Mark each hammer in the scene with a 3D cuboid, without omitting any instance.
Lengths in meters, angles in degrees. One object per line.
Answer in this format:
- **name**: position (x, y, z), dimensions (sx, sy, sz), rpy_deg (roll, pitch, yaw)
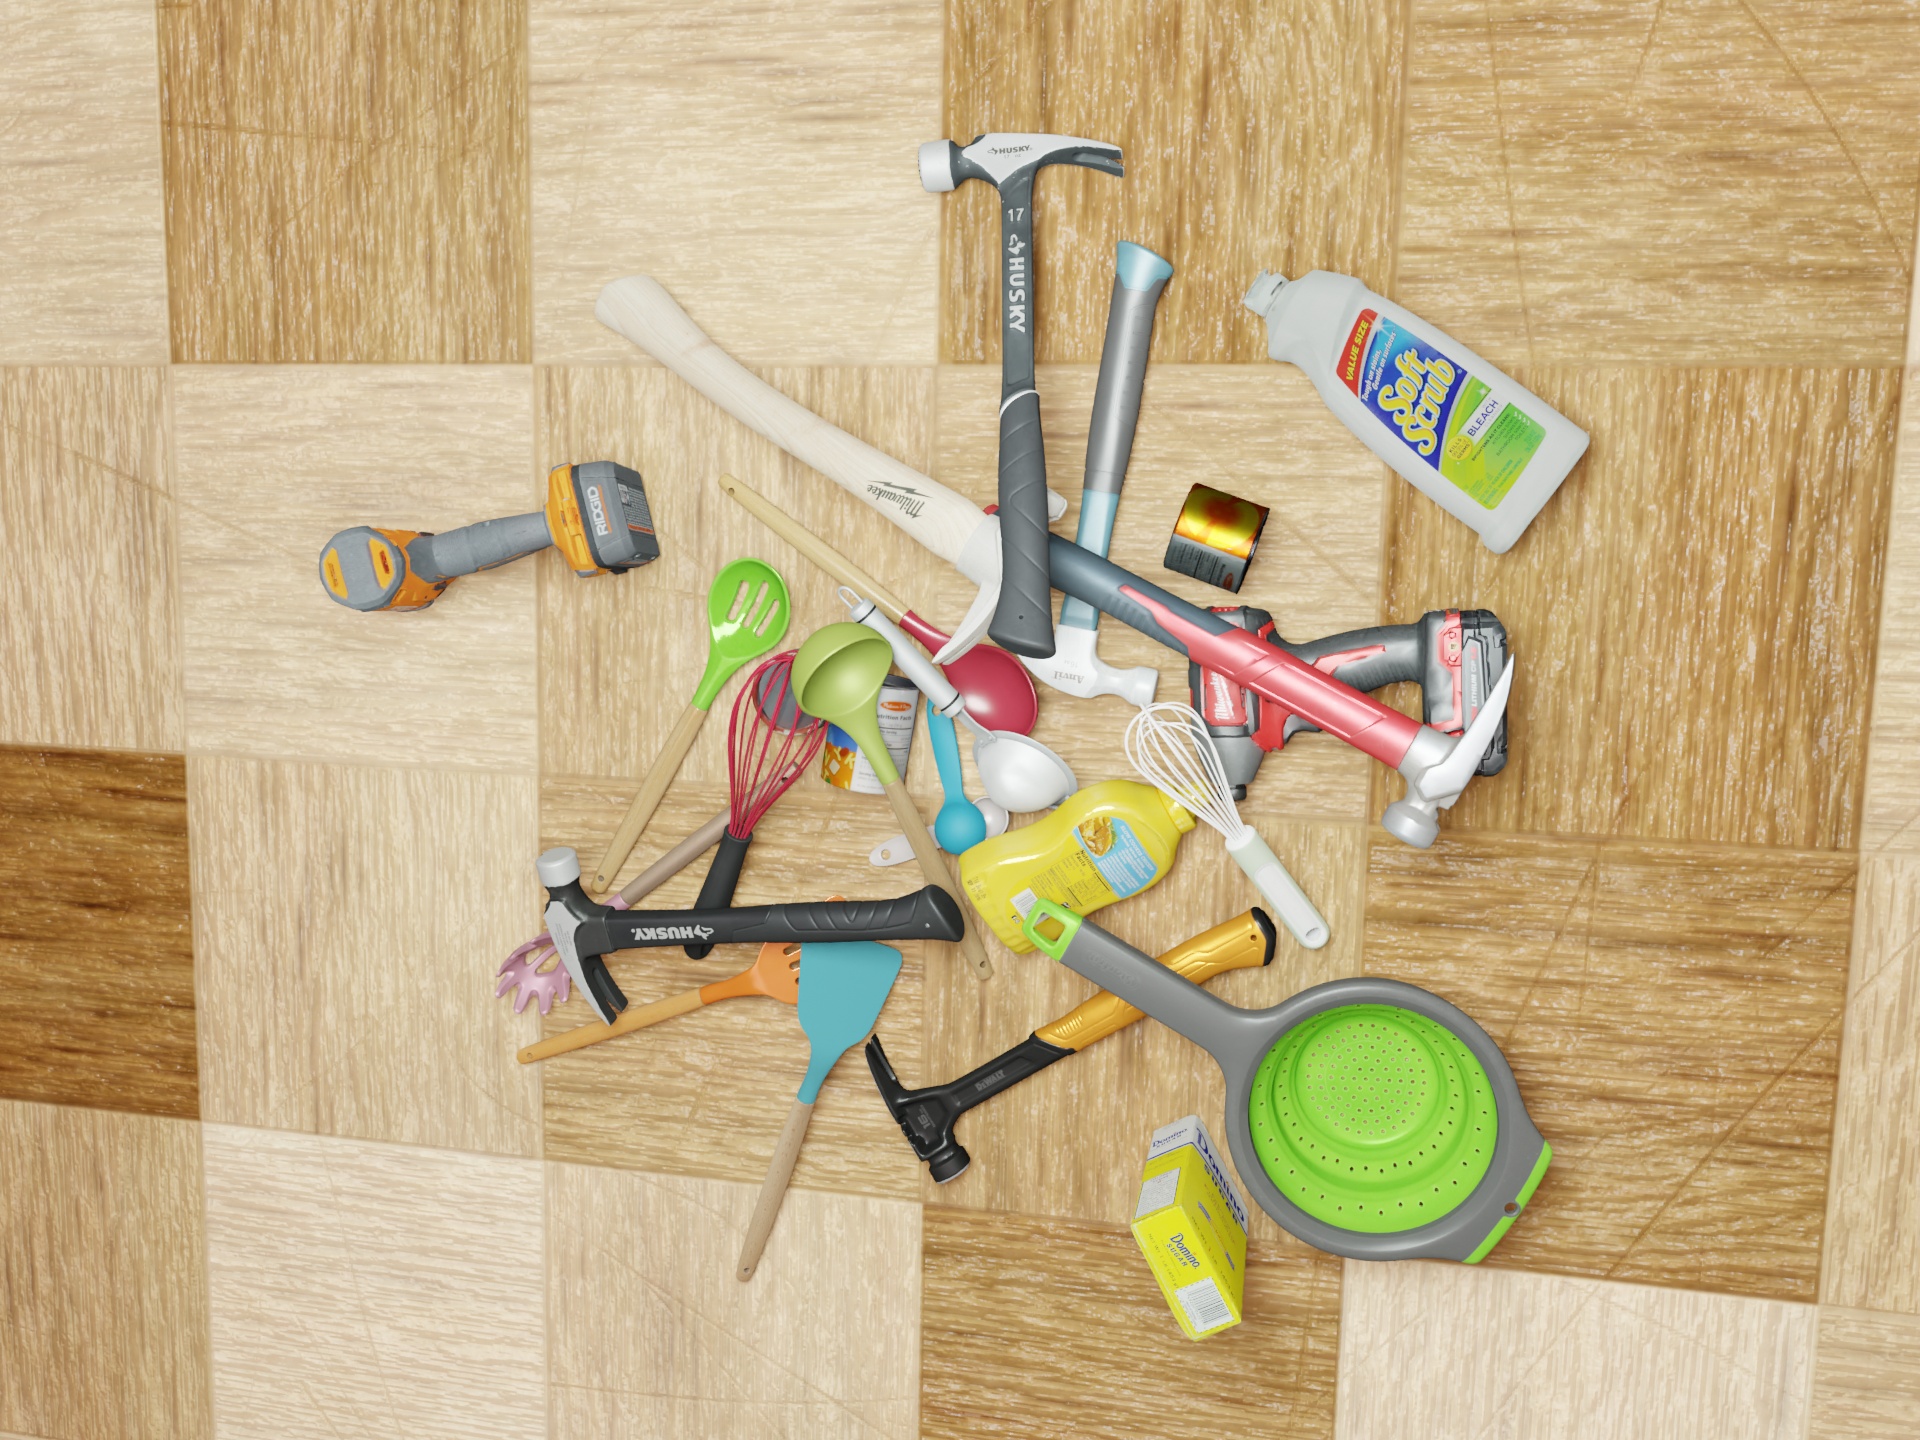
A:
- **hammer**: position (0.045, -0.235, 1.097), dimensions (0.149, 0.036, 0.409), rpy_deg (-4, 71, 9)
- **hammer**: position (-0.160, 0.161, 1.219), dimensions (0.335, 0.035, 0.146), rpy_deg (-4, 111, 17)
- **hammer**: position (0.088, 0.230, 1.226), dimensions (0.337, 0.034, 0.127), rpy_deg (-31, 91, 14)
- **hammer**: position (0.183, -0.067, 1.103), dimensions (0.386, 0.038, 0.143), rpy_deg (30, 104, 17)
- **hammer**: position (0.108, -0.182, 1.172), dimensions (0.128, 0.033, 0.331), rpy_deg (11, 99, 10)
- **hammer**: position (-0.121, -0.205, 1.176), dimensions (0.411, 0.038, 0.146), rpy_deg (36, 100, 18)

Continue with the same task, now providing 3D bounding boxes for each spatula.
- **spatula**: position (-0.131, 0.320, 1.283), dimensions (0.082, 0.044, 0.317), rpy_deg (15, 109, -15)
- **spatula**: position (-0.226, 0.230, 1.302), dimensions (0.322, 0.041, 0.081), rpy_deg (-20, 94, 18)

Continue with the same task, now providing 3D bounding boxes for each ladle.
- **ladle**: position (-0.064, -0.093, 1.223), dimensions (0.315, 0.031, 0.069), rpy_deg (38, 120, 8)
- **ladle**: position (-0.037, 0.069, 1.176), dimensions (0.078, 0.062, 0.320), rpy_deg (-31, 113, -14)

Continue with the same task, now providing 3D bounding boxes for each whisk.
- **whisk**: position (0.197, 0.079, 1.141), dimensions (0.058, 0.059, 0.246), rpy_deg (-37, 112, 7)
- **whisk**: position (-0.165, 0.071, 1.228), dimensions (0.073, 0.073, 0.295), rpy_deg (27, 117, 8)

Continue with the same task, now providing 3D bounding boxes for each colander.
- **colander**: position (0.226, 0.235, 1.162), dimensions (0.397, 0.094, 0.204), rpy_deg (31, 103, 6)

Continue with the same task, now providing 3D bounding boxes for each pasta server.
- **pasta server**: position (-0.251, 0.133, 1.287), dimensions (0.316, 0.040, 0.060), rpy_deg (-37, 114, 12)

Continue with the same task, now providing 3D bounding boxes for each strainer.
- **strainer**: position (-0.002, -0.004, 1.175), dimensions (0.258, 0.050, 0.087), rpy_deg (46, 145, -13)

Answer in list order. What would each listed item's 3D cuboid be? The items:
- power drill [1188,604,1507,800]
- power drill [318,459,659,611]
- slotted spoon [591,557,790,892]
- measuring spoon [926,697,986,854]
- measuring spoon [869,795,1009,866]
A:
- **power drill**: position (0.273, -0.013, 1.136), dimensions (0.220, 0.078, 0.143), rpy_deg (0, 96, 16)
- **power drill**: position (-0.356, -0.135, 1.229), dimensions (0.226, 0.164, 0.084), rpy_deg (-13, 94, 1)
- **slotted spoon**: position (-0.222, 0.008, 1.271), dimensions (0.070, 0.031, 0.313), rpy_deg (33, 104, 7)
- **measuring spoon**: position (-0.011, 0.040, 1.221), dimensions (0.042, 0.021, 0.129), rpy_deg (-13, 84, 21)
- **measuring spoon**: position (-0.016, 0.090, 1.244), dimensions (0.124, 0.018, 0.034), rpy_deg (-21, 81, 21)
